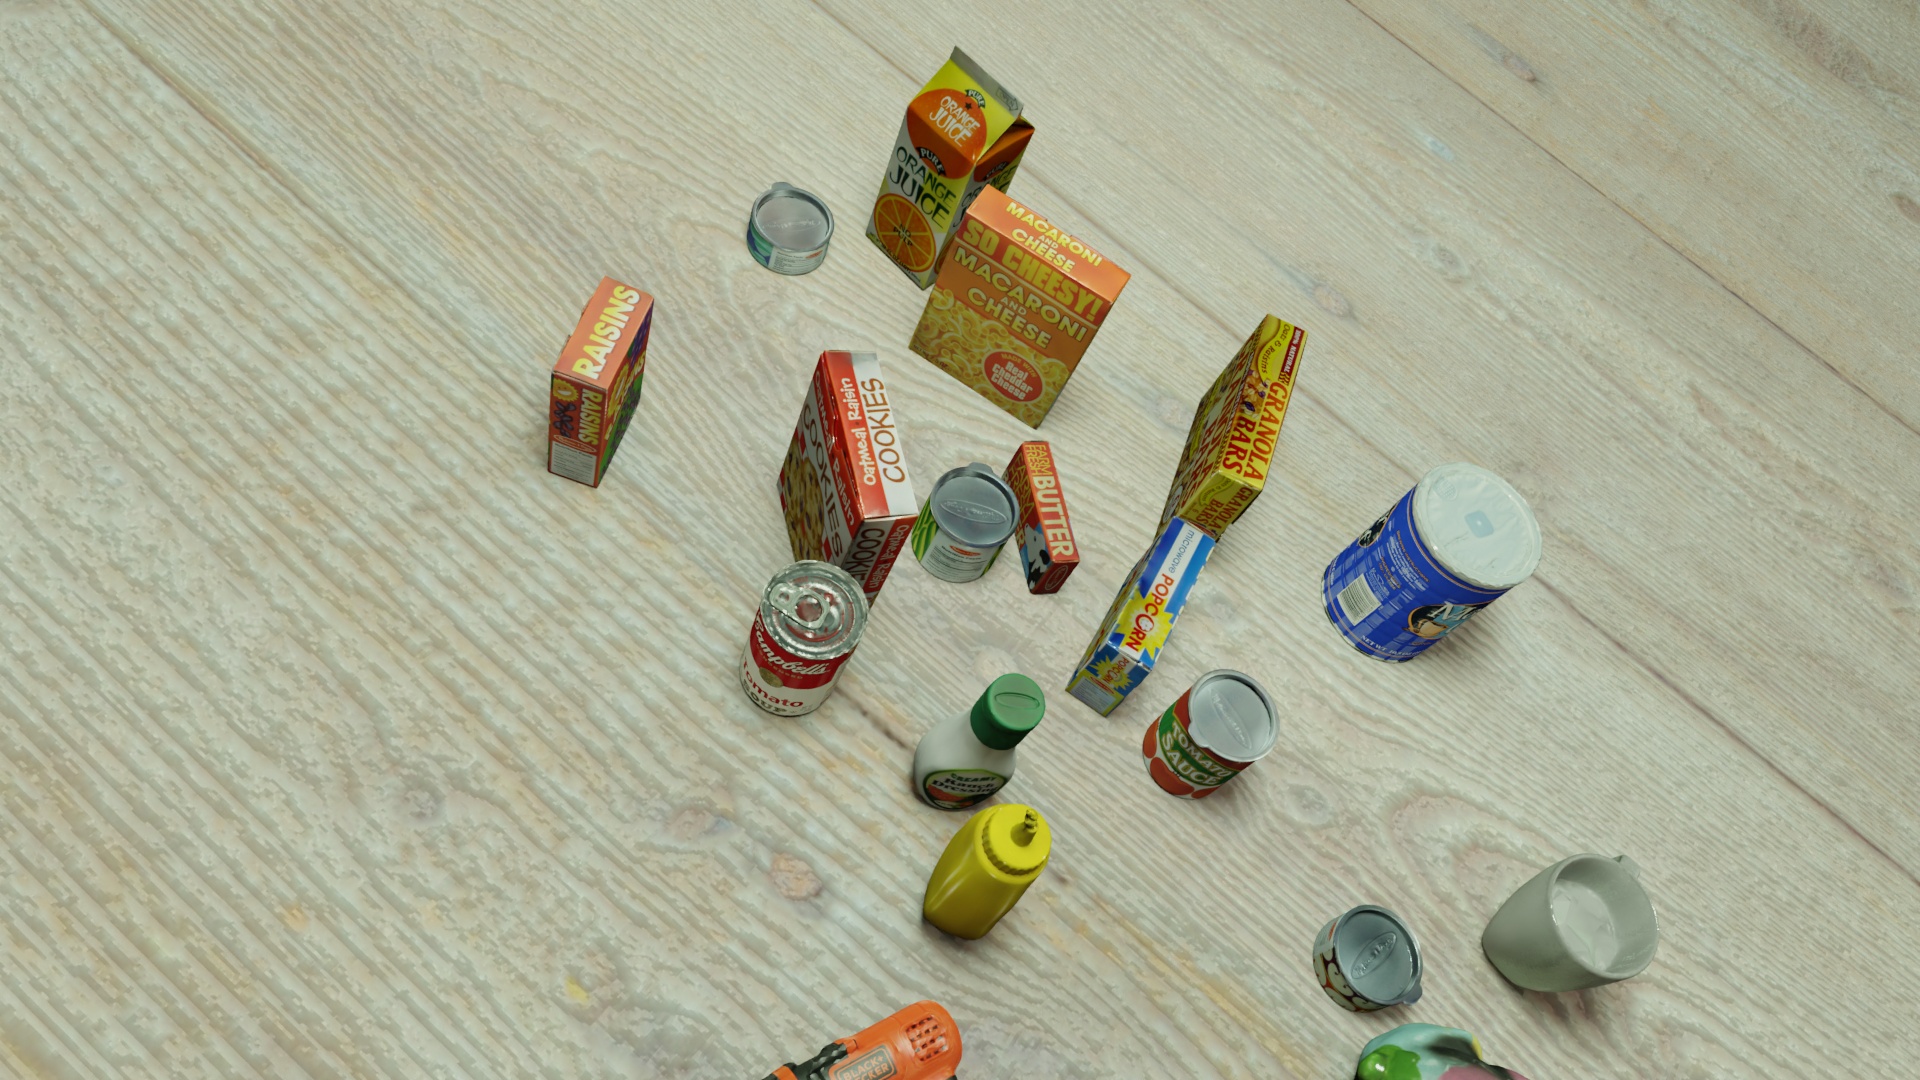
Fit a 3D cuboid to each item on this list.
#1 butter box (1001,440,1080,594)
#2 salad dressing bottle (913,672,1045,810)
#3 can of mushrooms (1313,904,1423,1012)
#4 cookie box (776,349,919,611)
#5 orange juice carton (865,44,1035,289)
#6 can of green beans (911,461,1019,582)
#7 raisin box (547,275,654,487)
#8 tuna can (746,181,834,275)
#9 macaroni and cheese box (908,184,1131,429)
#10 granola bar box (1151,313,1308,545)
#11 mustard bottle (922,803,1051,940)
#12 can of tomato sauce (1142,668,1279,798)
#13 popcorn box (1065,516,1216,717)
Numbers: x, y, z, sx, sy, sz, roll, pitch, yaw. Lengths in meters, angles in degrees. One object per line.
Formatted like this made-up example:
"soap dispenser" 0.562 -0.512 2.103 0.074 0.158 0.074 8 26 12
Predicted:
"butter box" 0.058 -0.018 1.028 0.024 0.053 0.104 -3 63 -20
"salad dressing bottle" 0.012 0.127 0.874 0.064 0.147 0.044 10 59 -13
"can of mushrooms" 0.277 0.286 0.940 0.071 0.033 0.071 8 59 -14
"cookie box" -0.079 -0.029 0.921 0.040 0.166 0.123 -6 64 -21
"orange juice carton" -0.006 -0.291 1.080 0.072 0.191 0.073 45 58 9
"can of green beans" 0.003 -0.011 1.003 0.071 0.057 0.071 8 60 -14
"raisin box" -0.243 -0.105 0.936 0.040 0.122 0.086 21 57 -6
"tuna can" -0.137 -0.248 1.107 0.071 0.032 0.071 8 59 -14
"macaroni and cheese box" 0.040 -0.172 1.042 0.124 0.165 0.040 33 57 1
"granola bar box" 0.207 -0.076 1.069 0.039 0.123 0.166 26 57 -3
"mustard bottle" 0.020 0.193 0.832 0.049 0.159 0.065 26 57 -3
"can of tomato sauce" 0.170 0.136 0.960 0.071 0.082 0.071 8 60 -14
"popcorn box" 0.129 0.054 0.992 0.038 0.084 0.127 32 57 1
